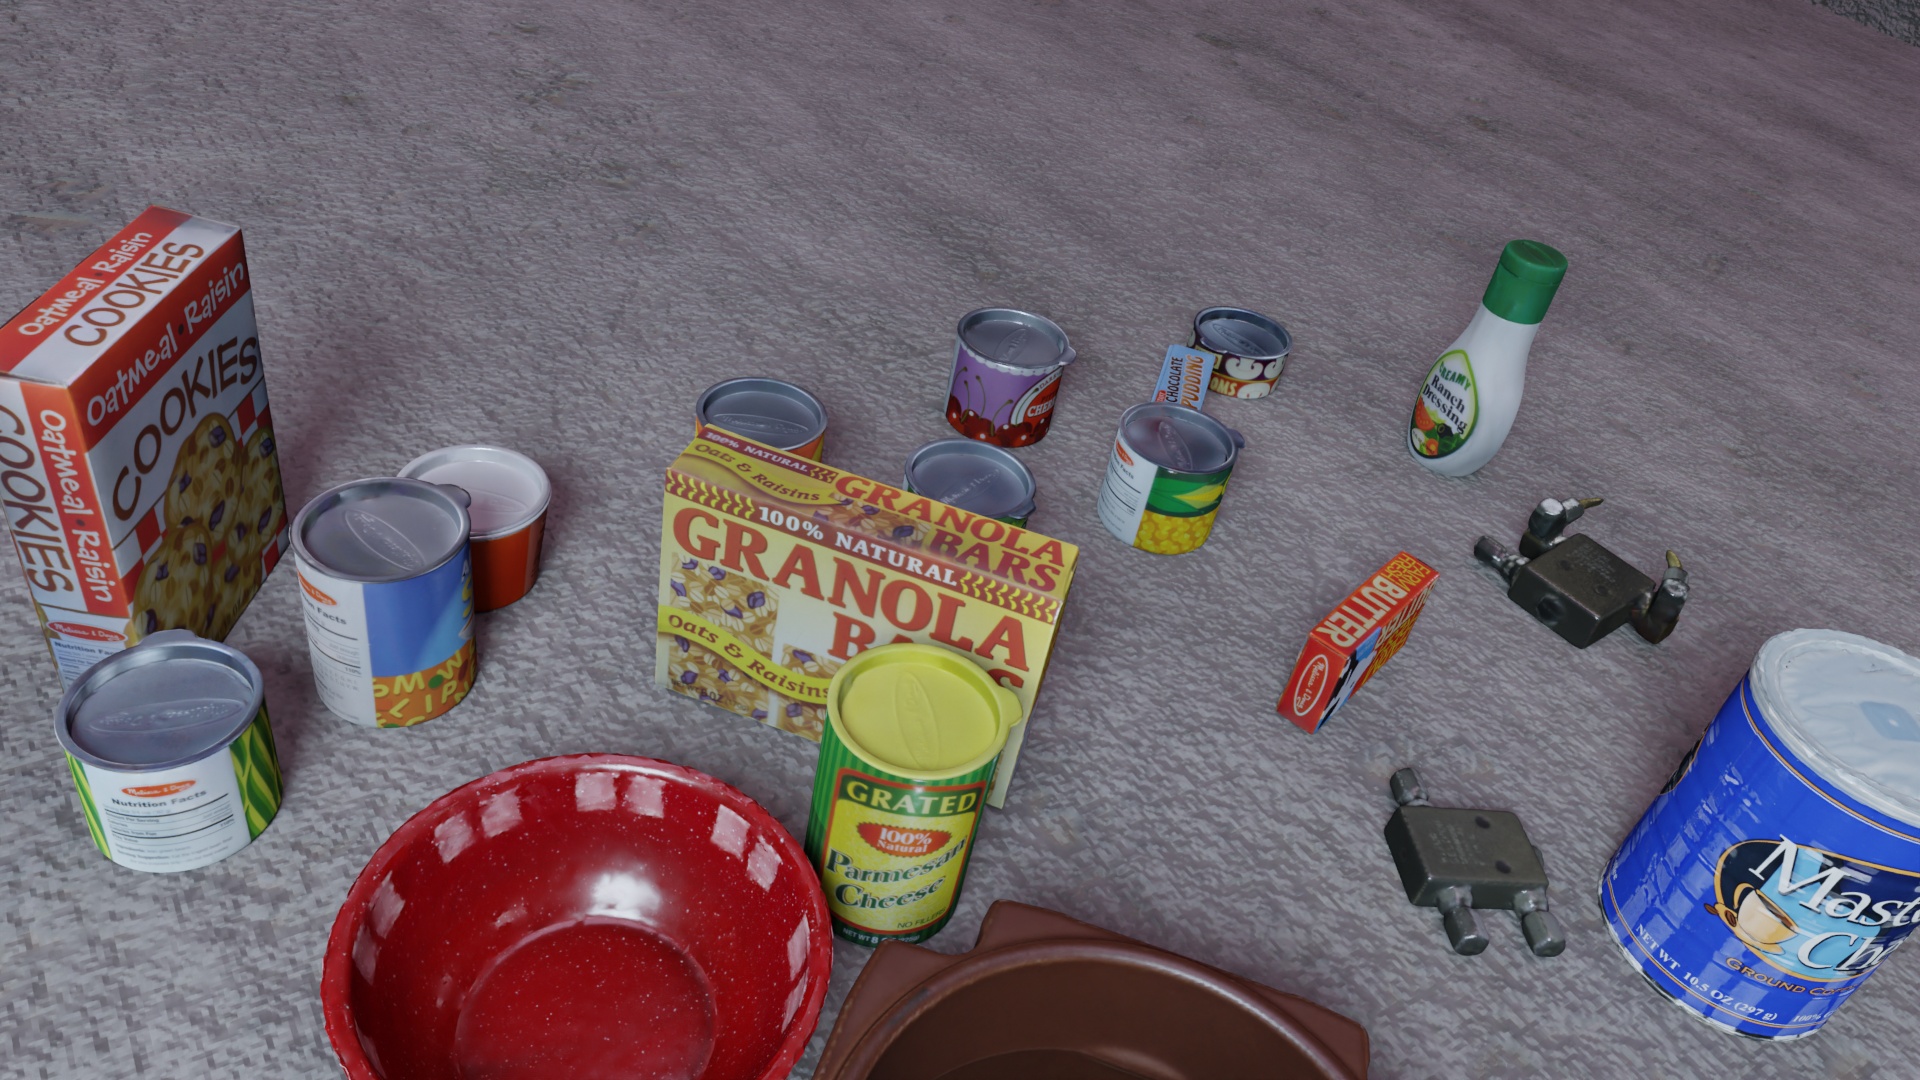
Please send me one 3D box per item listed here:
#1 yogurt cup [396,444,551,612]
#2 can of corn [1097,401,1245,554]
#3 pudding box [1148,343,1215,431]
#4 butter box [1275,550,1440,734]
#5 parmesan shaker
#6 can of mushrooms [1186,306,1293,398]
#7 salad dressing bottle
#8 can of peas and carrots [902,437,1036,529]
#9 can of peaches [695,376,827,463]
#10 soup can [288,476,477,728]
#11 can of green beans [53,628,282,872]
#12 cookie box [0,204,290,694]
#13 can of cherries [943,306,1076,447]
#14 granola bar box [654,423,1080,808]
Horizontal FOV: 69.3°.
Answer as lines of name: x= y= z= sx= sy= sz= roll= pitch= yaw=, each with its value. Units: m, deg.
yogurt cup: x=-0.224 y=-0.004 z=0.640 sx=0.072 sy=0.053 sz=0.073 roll=8 pitch=38 yaw=-6
can of corn: x=0.116 y=-0.034 z=0.766 sx=0.071 sy=0.058 sz=0.071 roll=8 pitch=38 yaw=-6
pudding box: x=0.126 y=-0.076 z=0.828 sx=0.030 sy=0.049 sz=0.084 roll=17 pitch=38 yaw=7
butter box: x=0.197 y=0.049 z=0.688 sx=0.024 sy=0.052 sz=0.104 roll=34 pitch=43 yaw=26
parmesan shaker: x=-0.021 y=0.099 z=0.527 sx=0.071 sy=0.102 sz=0.072 roll=8 pitch=38 yaw=-6
can of mushrooms: x=0.180 y=-0.124 z=0.915 sx=0.071 sy=0.033 sz=0.071 roll=8 pitch=38 yaw=-6
salad dressing bottle: x=0.320 y=-0.109 z=0.843 sx=0.044 sy=0.146 sz=0.064 roll=-5 pitch=41 yaw=-20
can of peas and carrots: x=0.003 y=-0.009 z=0.703 sx=0.071 sy=0.058 sz=0.071 roll=8 pitch=38 yaw=-6
can of peaches: x=-0.105 y=-0.042 z=0.715 sx=0.071 sy=0.057 sz=0.071 roll=8 pitch=38 yaw=-6
soup can: x=-0.234 y=0.025 z=0.576 sx=0.071 sy=0.083 sz=0.072 roll=8 pitch=38 yaw=-6
can of green beans: x=-0.290 y=0.079 z=0.514 sx=0.071 sy=0.057 sz=0.071 roll=8 pitch=38 yaw=-6
cookie box: x=-0.322 y=-0.029 z=0.552 sx=0.040 sy=0.166 sz=0.123 roll=10 pitch=38 yaw=-3
can of cherries: x=0.028 y=-0.095 z=0.818 sx=0.071 sy=0.058 sz=0.072 roll=8 pitch=38 yaw=-6
granola bar box: x=-0.043 y=0.033 z=0.585 sx=0.166 sy=0.123 sz=0.039 roll=19 pitch=38 yaw=8
